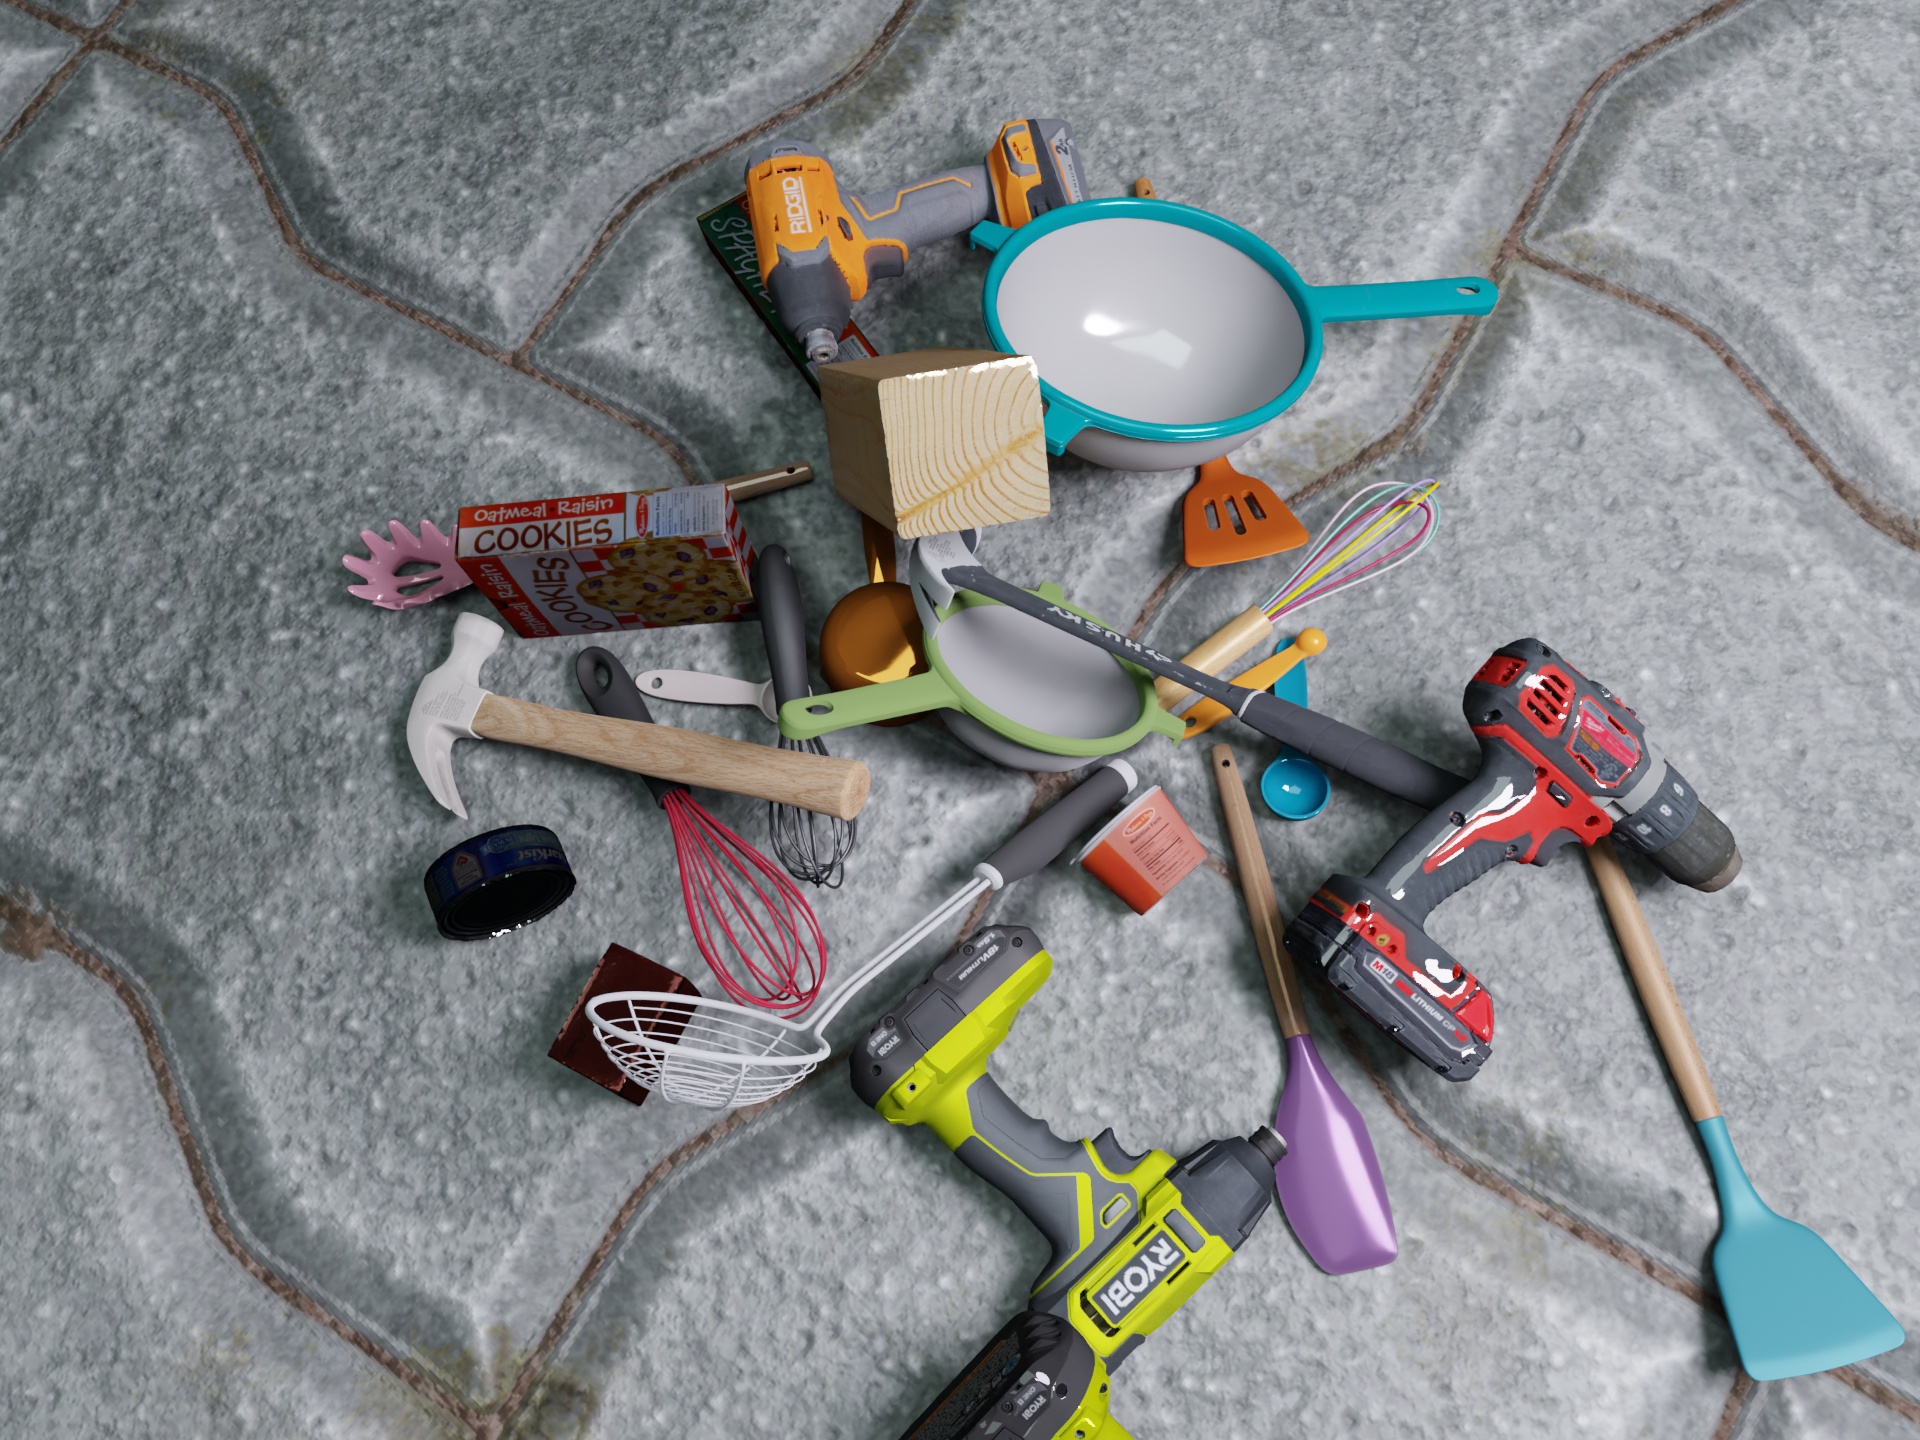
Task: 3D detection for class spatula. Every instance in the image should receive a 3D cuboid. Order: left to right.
[{"bbox_3d":[0.157,-0.242,1.078,0.081,0.041,0.323,-11,69,2],"label":"spatula"},{"bbox_3d":[0.190,0.162,0.941,0.060,0.018,0.316,-12,71,2],"label":"spatula"},{"bbox_3d":[0.415,0.197,0.895,0.082,0.044,0.318,-18,68,7],"label":"spatula"}]

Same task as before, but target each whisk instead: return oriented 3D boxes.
[{"bbox_3d":[-0.169,0.062,0.991,0.073,0.073,0.296,-33,64,-7],"label":"whisk"},{"bbox_3d":[-0.102,-0.007,0.996,0.055,0.055,0.239,-11,66,1],"label":"whisk"},{"bbox_3d":[0.210,-0.077,1.017,0.245,0.051,0.047,-37,30,-3],"label":"whisk"}]

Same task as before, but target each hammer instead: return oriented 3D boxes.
[{"bbox_3d":[-0.206,0.017,0.978,0.331,0.031,0.130,10,70,25],"label":"hammer"},{"bbox_3d":[0.156,-0.016,0.941,0.409,0.149,0.036,24,115,-2],"label":"hammer"}]

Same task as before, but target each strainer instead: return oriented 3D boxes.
[{"bbox_3d":[-0.002,-0.003,0.946,0.256,0.069,0.152,-12,49,-36],"label":"strainer"},{"bbox_3d":[0.176,-0.235,1.020,0.340,0.095,0.211,-7,57,-13],"label":"strainer"}]

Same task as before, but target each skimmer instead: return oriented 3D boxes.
[{"bbox_3d":[-0.037,0.098,0.895,0.363,0.090,0.127,-35,26,-29],"label":"skimmer"}]

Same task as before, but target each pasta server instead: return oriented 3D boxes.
[{"bbox_3d":[-0.255,-0.133,1.077,0.316,0.040,0.060,-15,75,-2],"label":"pasta server"}]

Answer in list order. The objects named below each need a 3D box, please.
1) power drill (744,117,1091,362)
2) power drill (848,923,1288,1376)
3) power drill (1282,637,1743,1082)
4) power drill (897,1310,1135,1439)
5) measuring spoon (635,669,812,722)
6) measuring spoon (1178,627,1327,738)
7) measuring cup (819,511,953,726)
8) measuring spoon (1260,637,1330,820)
[{"bbox_3d":[-0.026,-0.325,1.087,0.226,0.084,0.164,-9,68,-6],"label":"power drill"},{"bbox_3d":[0.060,0.230,0.900,0.171,0.080,0.223,-41,76,-9],"label":"power drill"},{"bbox_3d":[0.315,0.091,0.894,0.188,0.080,0.226,40,89,-10],"label":"power drill"},{"bbox_3d":[0.071,0.434,0.799,0.228,0.080,0.190,44,89,-1],"label":"power drill"},{"bbox_3d":[-0.154,-0.018,1.041,0.124,0.018,0.034,7,74,15],"label":"measuring spoon"},{"bbox_3d":[0.181,-0.024,1.004,0.117,0.011,0.021,-34,52,0],"label":"measuring spoon"},{"bbox_3d":[-0.052,-0.085,1.032,0.095,0.052,0.174,-7,72,2],"label":"measuring cup"},{"bbox_3d":[0.208,0.007,1.000,0.042,0.021,0.129,1,61,5],"label":"measuring spoon"}]
